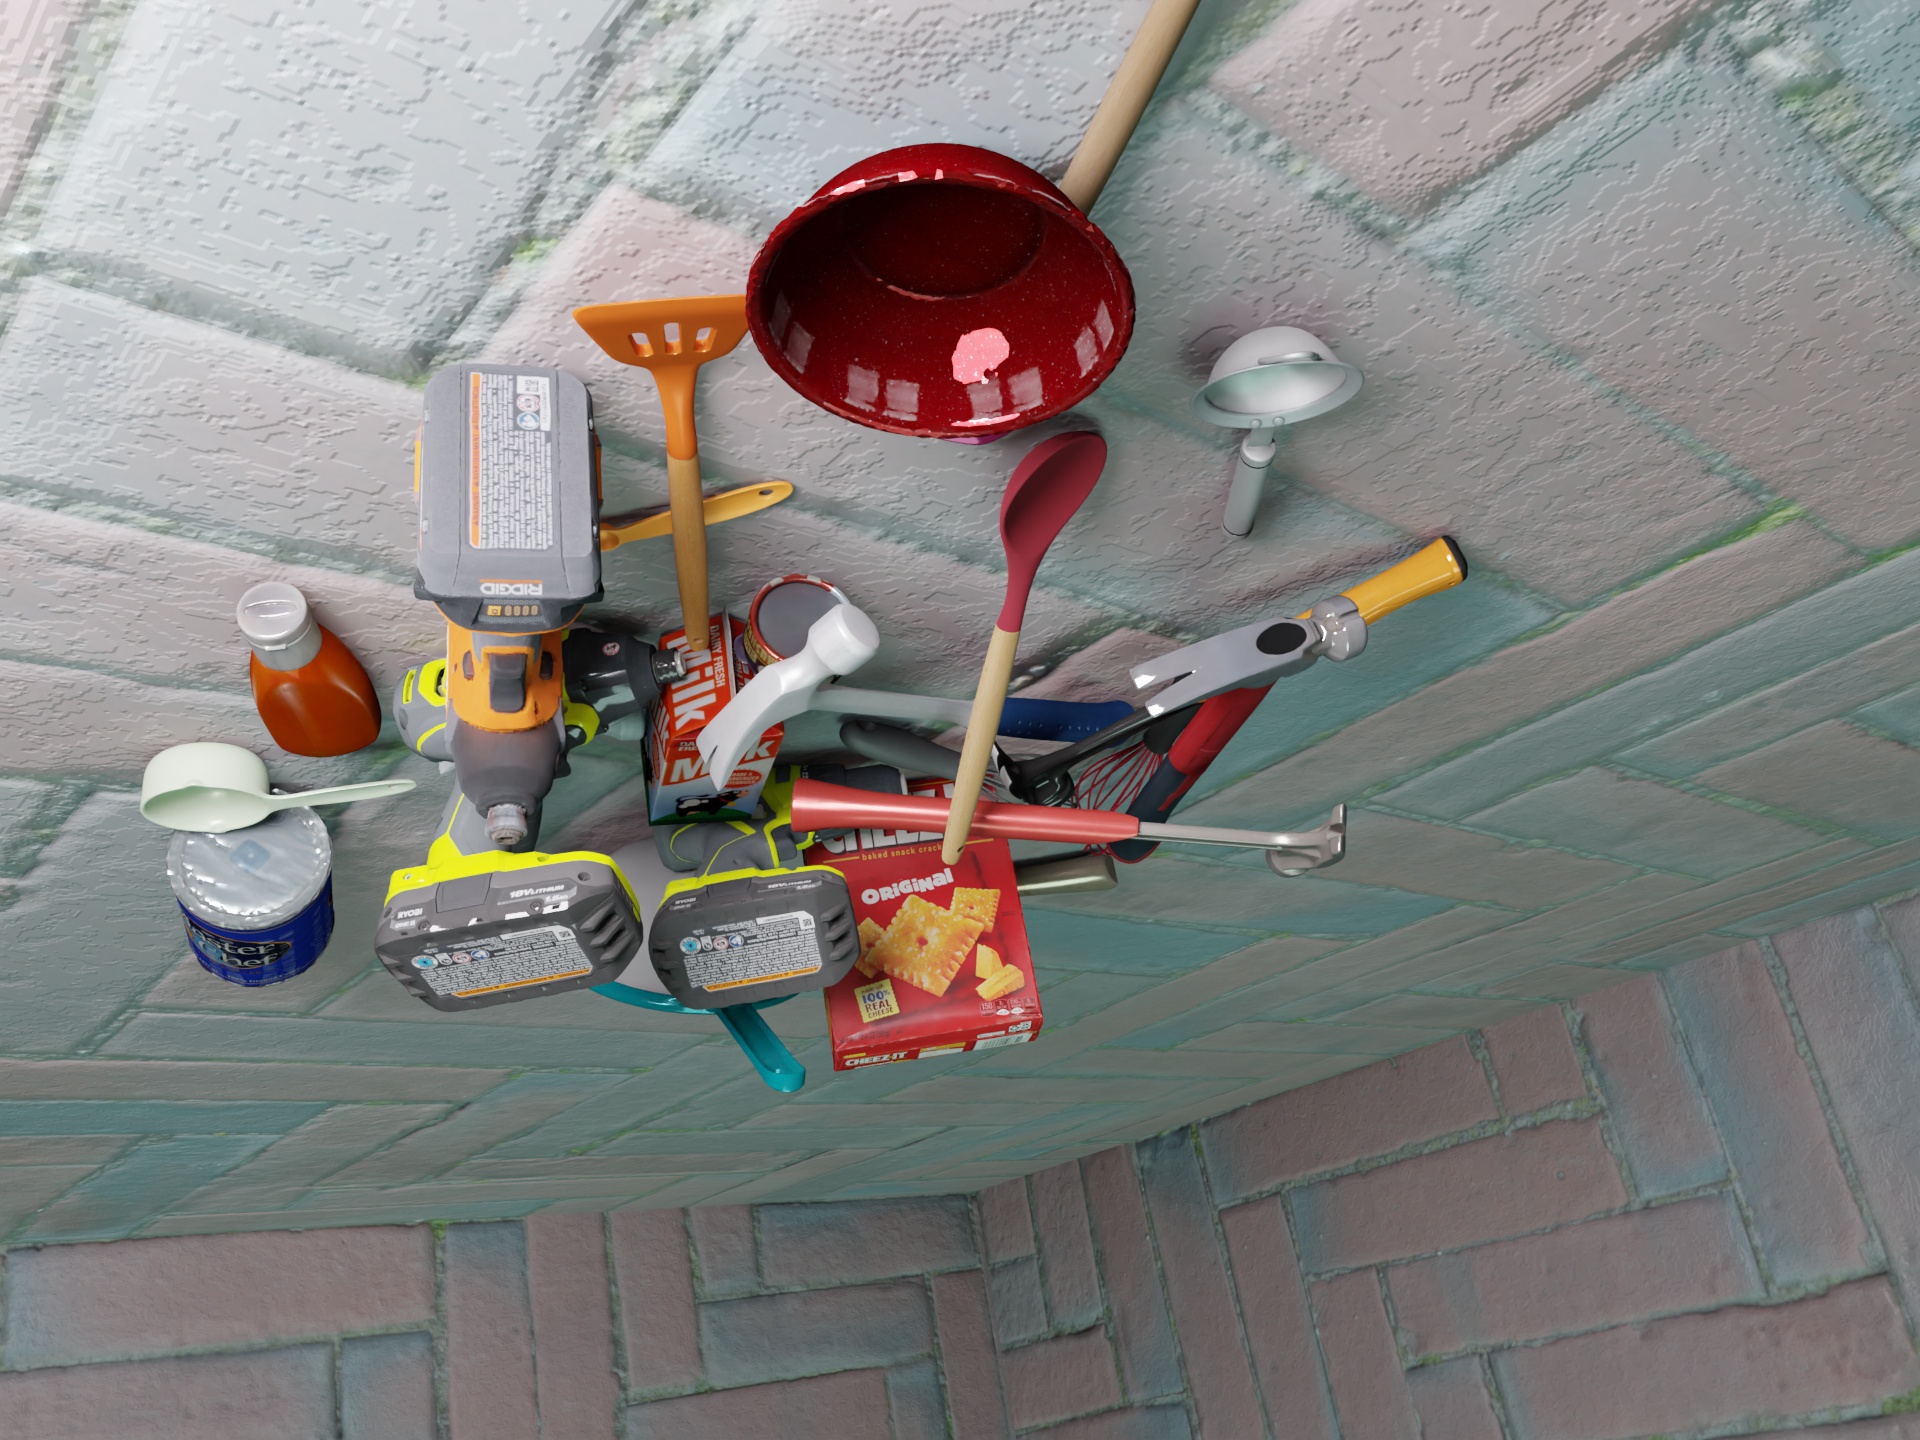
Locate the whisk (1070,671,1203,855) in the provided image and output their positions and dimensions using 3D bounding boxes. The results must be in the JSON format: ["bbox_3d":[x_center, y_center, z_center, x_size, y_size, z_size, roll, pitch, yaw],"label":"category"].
[{"bbox_3d":[0.147,0.027,1.245,0.073,0.073,0.295,-2,149,-18],"label":"whisk"}]

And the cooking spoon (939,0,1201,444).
[{"bbox_3d":[0.044,-0.216,0.696,0.068,0.017,0.318,8,152,-16],"label":"cooking spoon"}]

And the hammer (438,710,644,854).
[{"bbox_3d":[-0.319,0.065,1.161,0.128,0.033,0.331,-1,155,-22],"label":"hammer"}]

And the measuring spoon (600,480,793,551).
[{"bbox_3d":[-0.148,-0.114,0.862,0.117,0.011,0.021,-15,152,2],"label":"measuring spoon"}]

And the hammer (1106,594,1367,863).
[{"bbox_3d":[0.142,0.030,1.079,0.143,0.038,0.386,-18,162,-15],"label":"hammer"}]

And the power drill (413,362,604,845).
[{"bbox_3d":[-0.224,-0.048,0.787,0.084,0.164,0.226,0,153,-17],"label":"power drill"}]

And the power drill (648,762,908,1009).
[{"bbox_3d":[-0.128,0.100,1.129,0.190,0.229,0.080,-10,115,0],"label":"power drill"}]

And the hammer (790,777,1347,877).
[{"bbox_3d":[0.067,0.068,1.047,0.359,0.037,0.149,4,168,2],"label":"hammer"}]

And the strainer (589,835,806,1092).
[{"bbox_3d":[-0.184,0.163,1.207,0.211,0.095,0.341,2,-165,-28],"label":"strainer"}]

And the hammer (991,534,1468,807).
[{"bbox_3d":[0.179,-0.033,1.063,0.337,0.034,0.127,-28,162,11],"label":"hammer"}]

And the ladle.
[{"bbox_3d":[0.025,-0.034,0.936,0.069,0.031,0.315,-19,137,-37],"label":"ladle"}]

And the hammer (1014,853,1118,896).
[{"bbox_3d":[-0.052,0.167,1.501,0.410,0.038,0.146,-4,157,-15],"label":"hammer"}]

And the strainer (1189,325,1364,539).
[{"bbox_3d":[0.161,-0.152,0.863,0.087,0.050,0.258,-5,162,2],"label":"strainer"}]

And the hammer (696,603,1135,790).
[{"bbox_3d":[-0.002,-0.003,1.035,0.144,0.035,0.405,-37,158,26],"label":"hammer"}]

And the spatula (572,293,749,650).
[{"bbox_3d":[-0.139,-0.115,0.806,0.081,0.041,0.322,-7,153,-10],"label":"spatula"}]

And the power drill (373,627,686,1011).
[{"bbox_3d":[-0.243,0.043,0.907,0.171,0.223,0.080,-11,139,4],"label":"power drill"}]

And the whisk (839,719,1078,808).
[{"bbox_3d":[0.003,0.034,1.218,0.238,0.055,0.055,18,144,-39],"label":"whisk"}]

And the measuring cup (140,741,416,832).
[{"bbox_3d":[-0.446,0.037,1.044,0.167,0.038,0.083,-6,156,-15],"label":"measuring cup"}]
